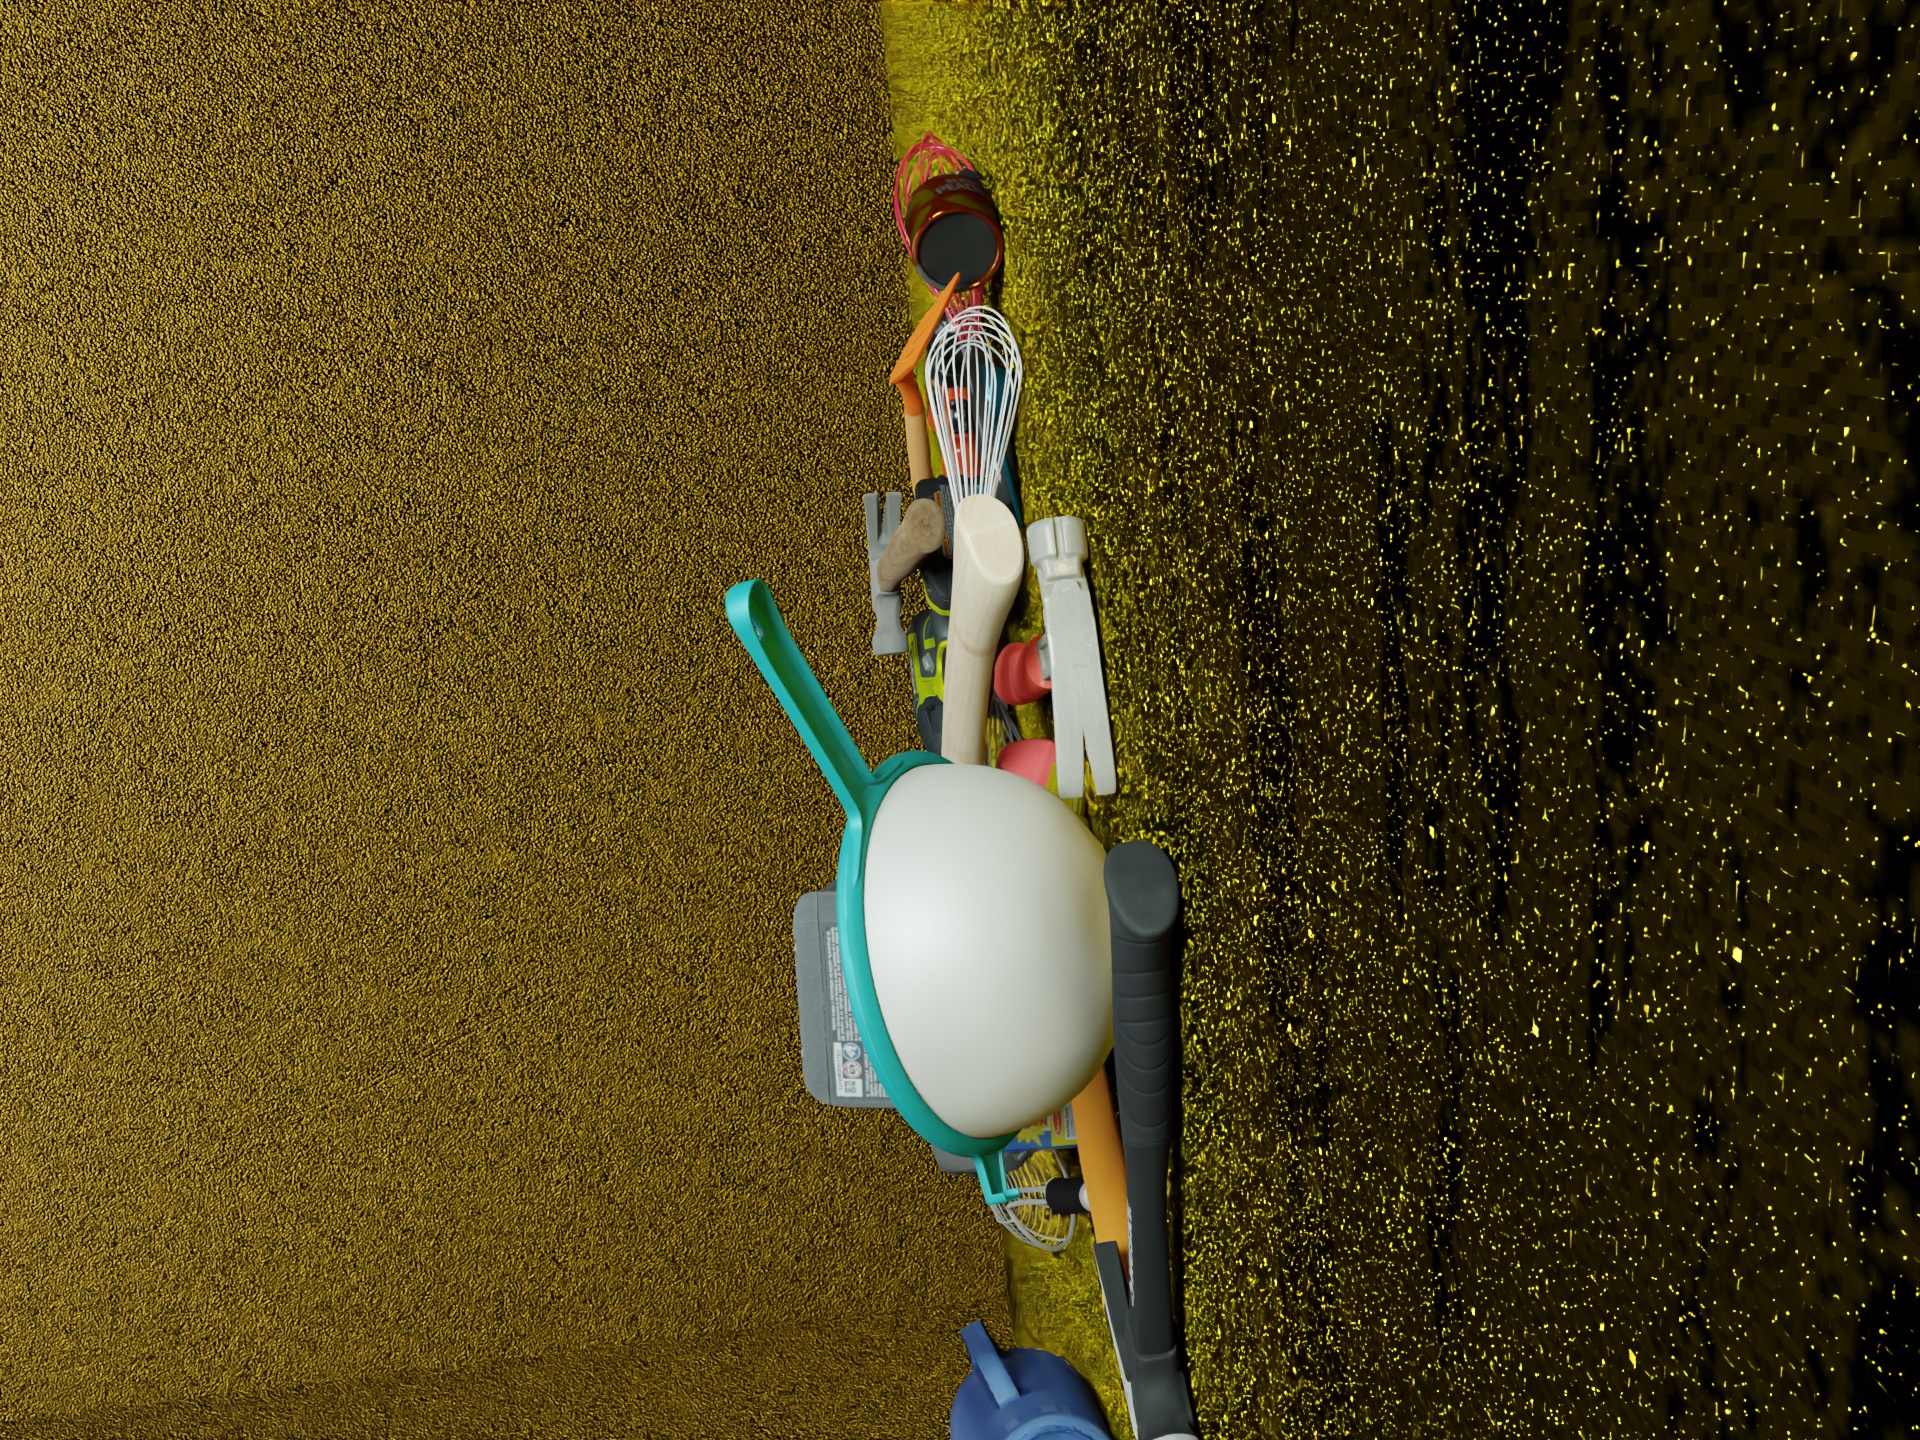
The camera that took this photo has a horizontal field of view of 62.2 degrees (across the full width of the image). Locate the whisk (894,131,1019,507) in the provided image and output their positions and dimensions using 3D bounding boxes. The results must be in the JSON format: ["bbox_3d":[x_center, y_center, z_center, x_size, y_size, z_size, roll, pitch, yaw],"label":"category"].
[{"bbox_3d":[0.004,-0.307,1.218,0.073,0.073,0.296,127,131,-87],"label":"whisk"}]

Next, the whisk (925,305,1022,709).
[{"bbox_3d":[0.010,-0.140,1.089,0.070,0.070,0.284,-144,54,-87],"label":"whisk"}]

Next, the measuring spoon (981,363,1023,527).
[{"bbox_3d":[0.039,-0.202,1.169,0.042,0.021,0.128,-102,-3,-60],"label":"measuring spoon"}]

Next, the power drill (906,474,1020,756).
[{"bbox_3d":[-0.003,-0.075,1.313,0.223,0.080,0.171,98,168,-48],"label":"power drill"}]

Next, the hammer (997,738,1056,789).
[{"bbox_3d":[0.033,0.068,1.253,0.386,0.143,0.038,142,149,-75],"label":"hammer"}]

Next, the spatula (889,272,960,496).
[{"bbox_3d":[-0.027,-0.227,1.243,0.322,0.041,0.081,85,-152,-68],"label":"spatula"}]

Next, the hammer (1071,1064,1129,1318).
[{"bbox_3d":[0.079,0.205,1.001,0.127,0.034,0.337,85,178,-49],"label":"hammer"}]

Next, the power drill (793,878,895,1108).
[{"bbox_3d":[-0.035,0.118,0.941,0.226,0.084,0.164,-46,-46,-77],"label":"power drill"}]

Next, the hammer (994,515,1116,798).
[{"bbox_3d":[0.052,-0.025,1.009,0.359,0.036,0.149,131,133,-86],"label":"hammer"}]

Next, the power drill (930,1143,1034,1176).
[{"bbox_3d":[0.006,0.215,1.235,0.190,0.080,0.228,-35,-73,-50],"label":"power drill"}]

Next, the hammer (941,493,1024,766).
[{"bbox_3d":[-0.002,-0.003,1.028,0.410,0.038,0.146,95,152,-55],"label":"hammer"}]

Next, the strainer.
[{"bbox_3d":[0.004,0.062,0.779,0.340,0.095,0.211,61,-150,-30],"label":"strainer"}]

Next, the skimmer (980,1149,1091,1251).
[{"bbox_3d":[0.085,0.360,1.253,0.127,0.090,0.363,65,163,11],"label":"skimmer"}]

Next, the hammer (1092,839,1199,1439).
[{"bbox_3d":[0.088,0.205,0.761,0.146,0.035,0.334,-102,6,-62],"label":"hammer"}]

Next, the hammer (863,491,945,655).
[{"bbox_3d":[-0.044,-0.125,1.191,0.331,0.031,0.130,166,99,-82],"label":"hammer"}]

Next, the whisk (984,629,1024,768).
[{"bbox_3d":[0.034,-0.012,1.427,0.239,0.055,0.055,-92,-2,-49],"label":"whisk"}]
